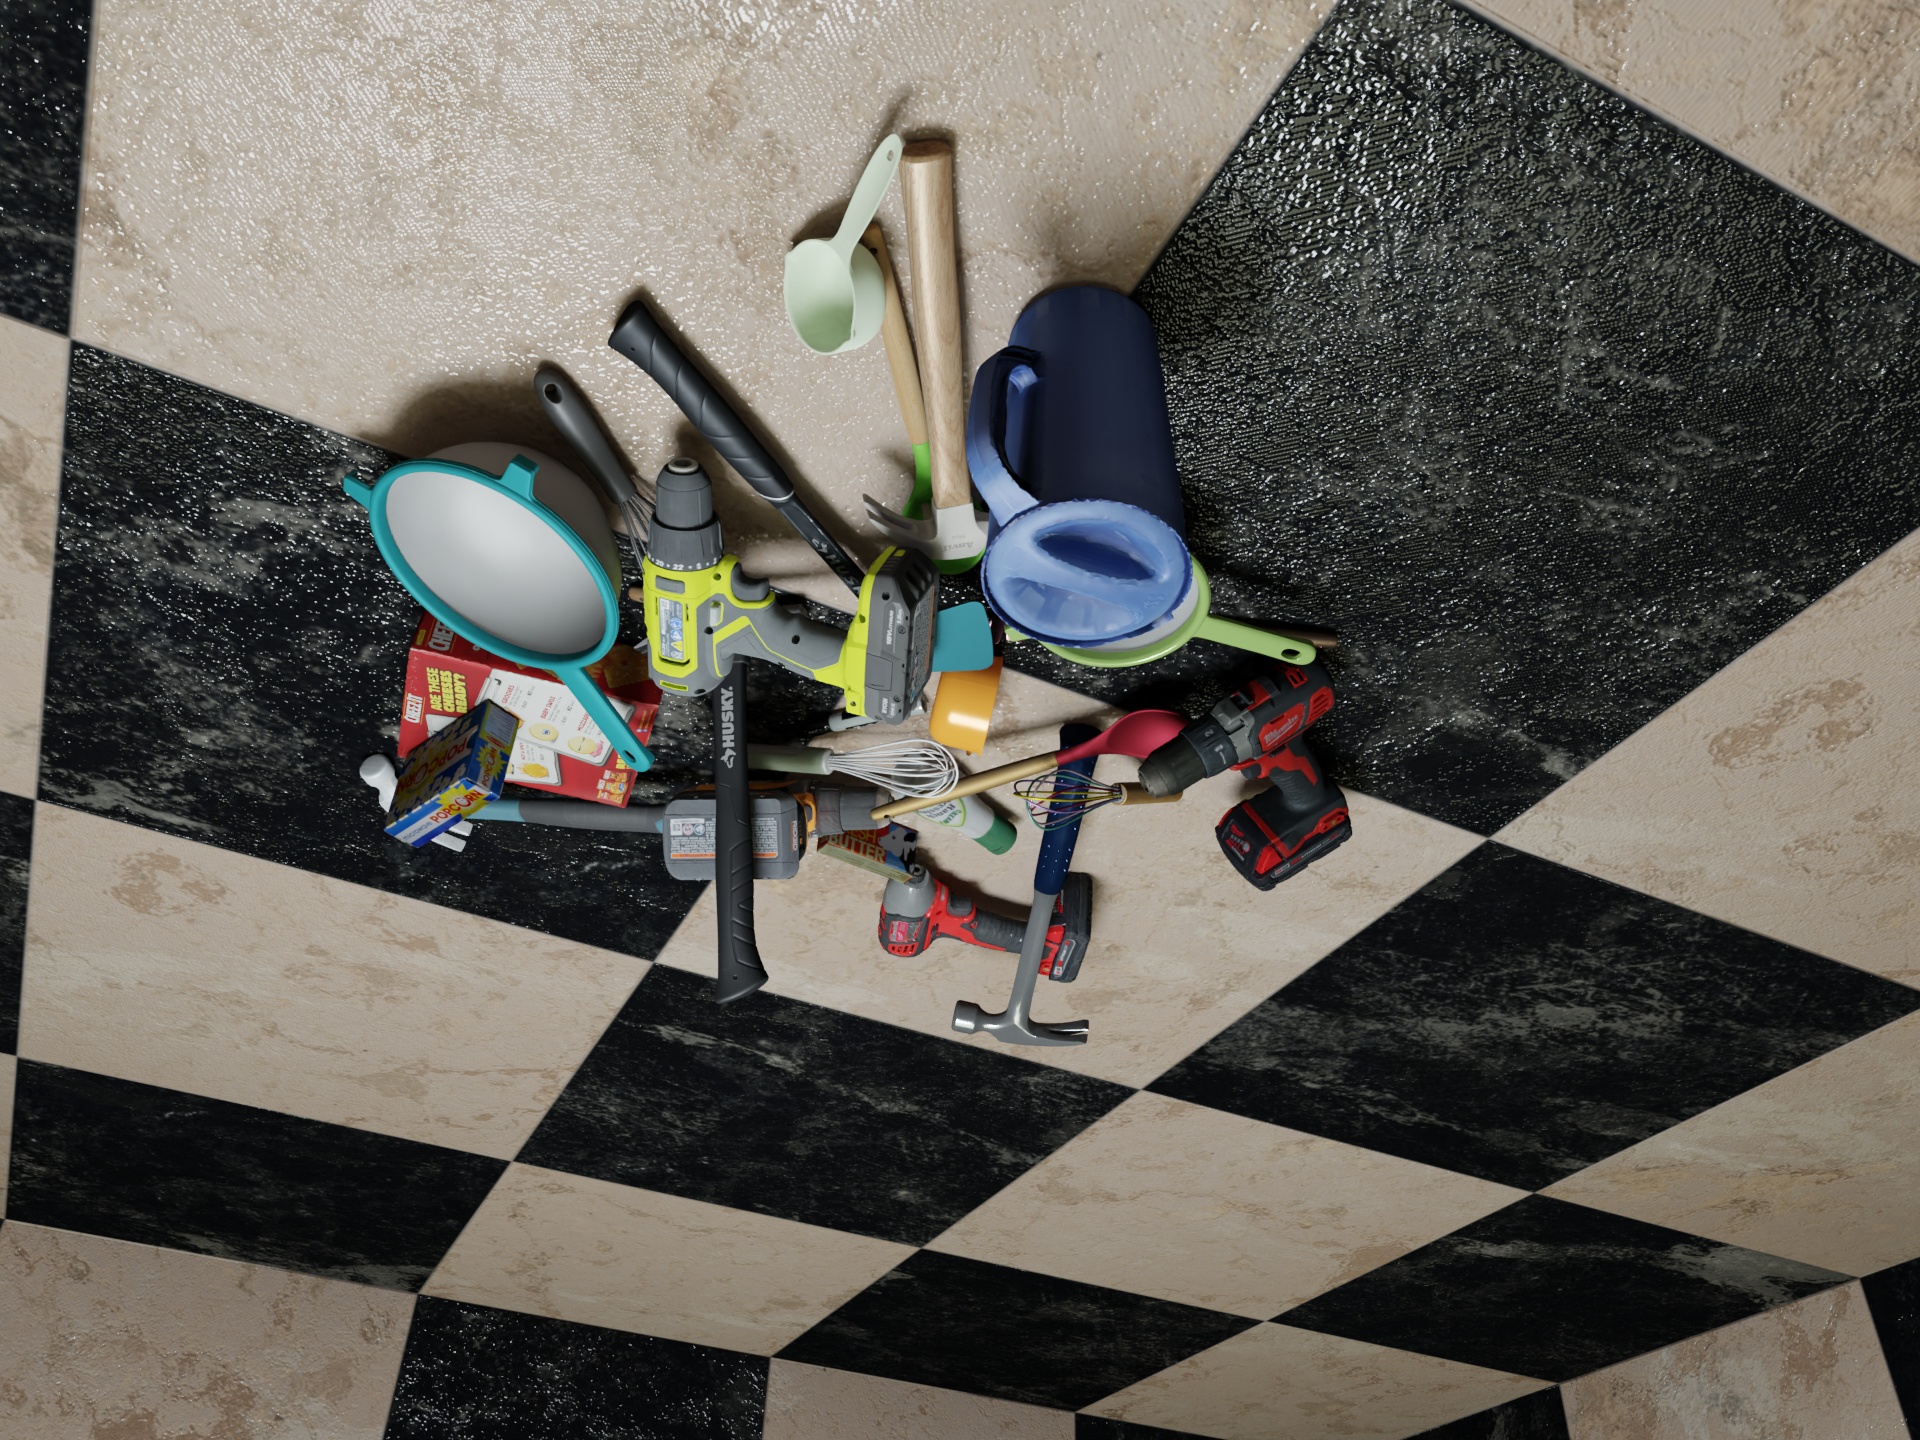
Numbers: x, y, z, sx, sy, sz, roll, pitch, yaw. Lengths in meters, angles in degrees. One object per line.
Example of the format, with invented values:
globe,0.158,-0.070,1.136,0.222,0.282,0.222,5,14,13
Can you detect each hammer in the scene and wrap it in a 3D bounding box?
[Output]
hammer,0.090,0.177,1.587,0.144,0.035,0.405,11,125,1
hammer,-0.415,0.088,1.558,0.331,0.033,0.128,3,144,15
hammer,-0.016,-0.248,1.128,0.130,0.031,0.331,-12,136,-6
hammer,-0.198,0.069,1.343,0.146,0.335,0.035,-3,172,6
hammer,-0.130,-0.167,1.241,0.149,0.036,0.408,-6,141,36

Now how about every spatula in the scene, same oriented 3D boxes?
spatula,-0.130,-0.085,1.313,0.317,0.044,0.082,12,146,18

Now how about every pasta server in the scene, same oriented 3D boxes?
pasta server,0.167,-0.074,1.358,0.316,0.040,0.060,4,-177,-6

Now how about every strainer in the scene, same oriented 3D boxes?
strainer,0.173,-0.103,1.295,0.256,0.069,0.151,15,137,-16
strainer,-0.320,-0.101,1.282,0.211,0.095,0.340,1,138,30

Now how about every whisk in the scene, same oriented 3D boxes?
whisk,-0.115,0.038,1.477,0.246,0.058,0.059,4,115,22
whisk,0.134,0.070,1.458,0.047,0.051,0.244,-29,161,37
whisk,-0.261,-0.179,1.244,0.055,0.055,0.238,-13,134,19

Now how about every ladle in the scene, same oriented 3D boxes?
ladle,0.065,0.044,1.454,0.315,0.031,0.069,-17,134,12

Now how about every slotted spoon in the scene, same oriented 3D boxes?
slotted spoon,-0.033,-0.230,1.182,0.070,0.031,0.313,-5,139,9

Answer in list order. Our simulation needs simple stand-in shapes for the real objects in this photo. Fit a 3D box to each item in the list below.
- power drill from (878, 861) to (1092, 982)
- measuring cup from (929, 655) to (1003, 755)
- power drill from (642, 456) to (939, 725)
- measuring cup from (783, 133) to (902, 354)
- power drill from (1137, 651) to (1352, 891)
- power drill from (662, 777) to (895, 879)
power drill,0.025,0.206,1.690,0.219,0.079,0.143,8,141,-2
measuring cup,-0.002,-0.005,1.434,0.052,0.095,0.173,14,159,-3
power drill,-0.137,-0.095,1.222,0.228,0.080,0.190,13,124,12
measuring cup,-0.063,-0.314,1.045,0.038,0.083,0.167,-20,157,-41
power drill,0.261,0.057,1.438,0.188,0.080,0.226,-31,137,-6
power drill,-0.165,0.093,1.473,0.185,0.084,0.226,-1,-176,6
